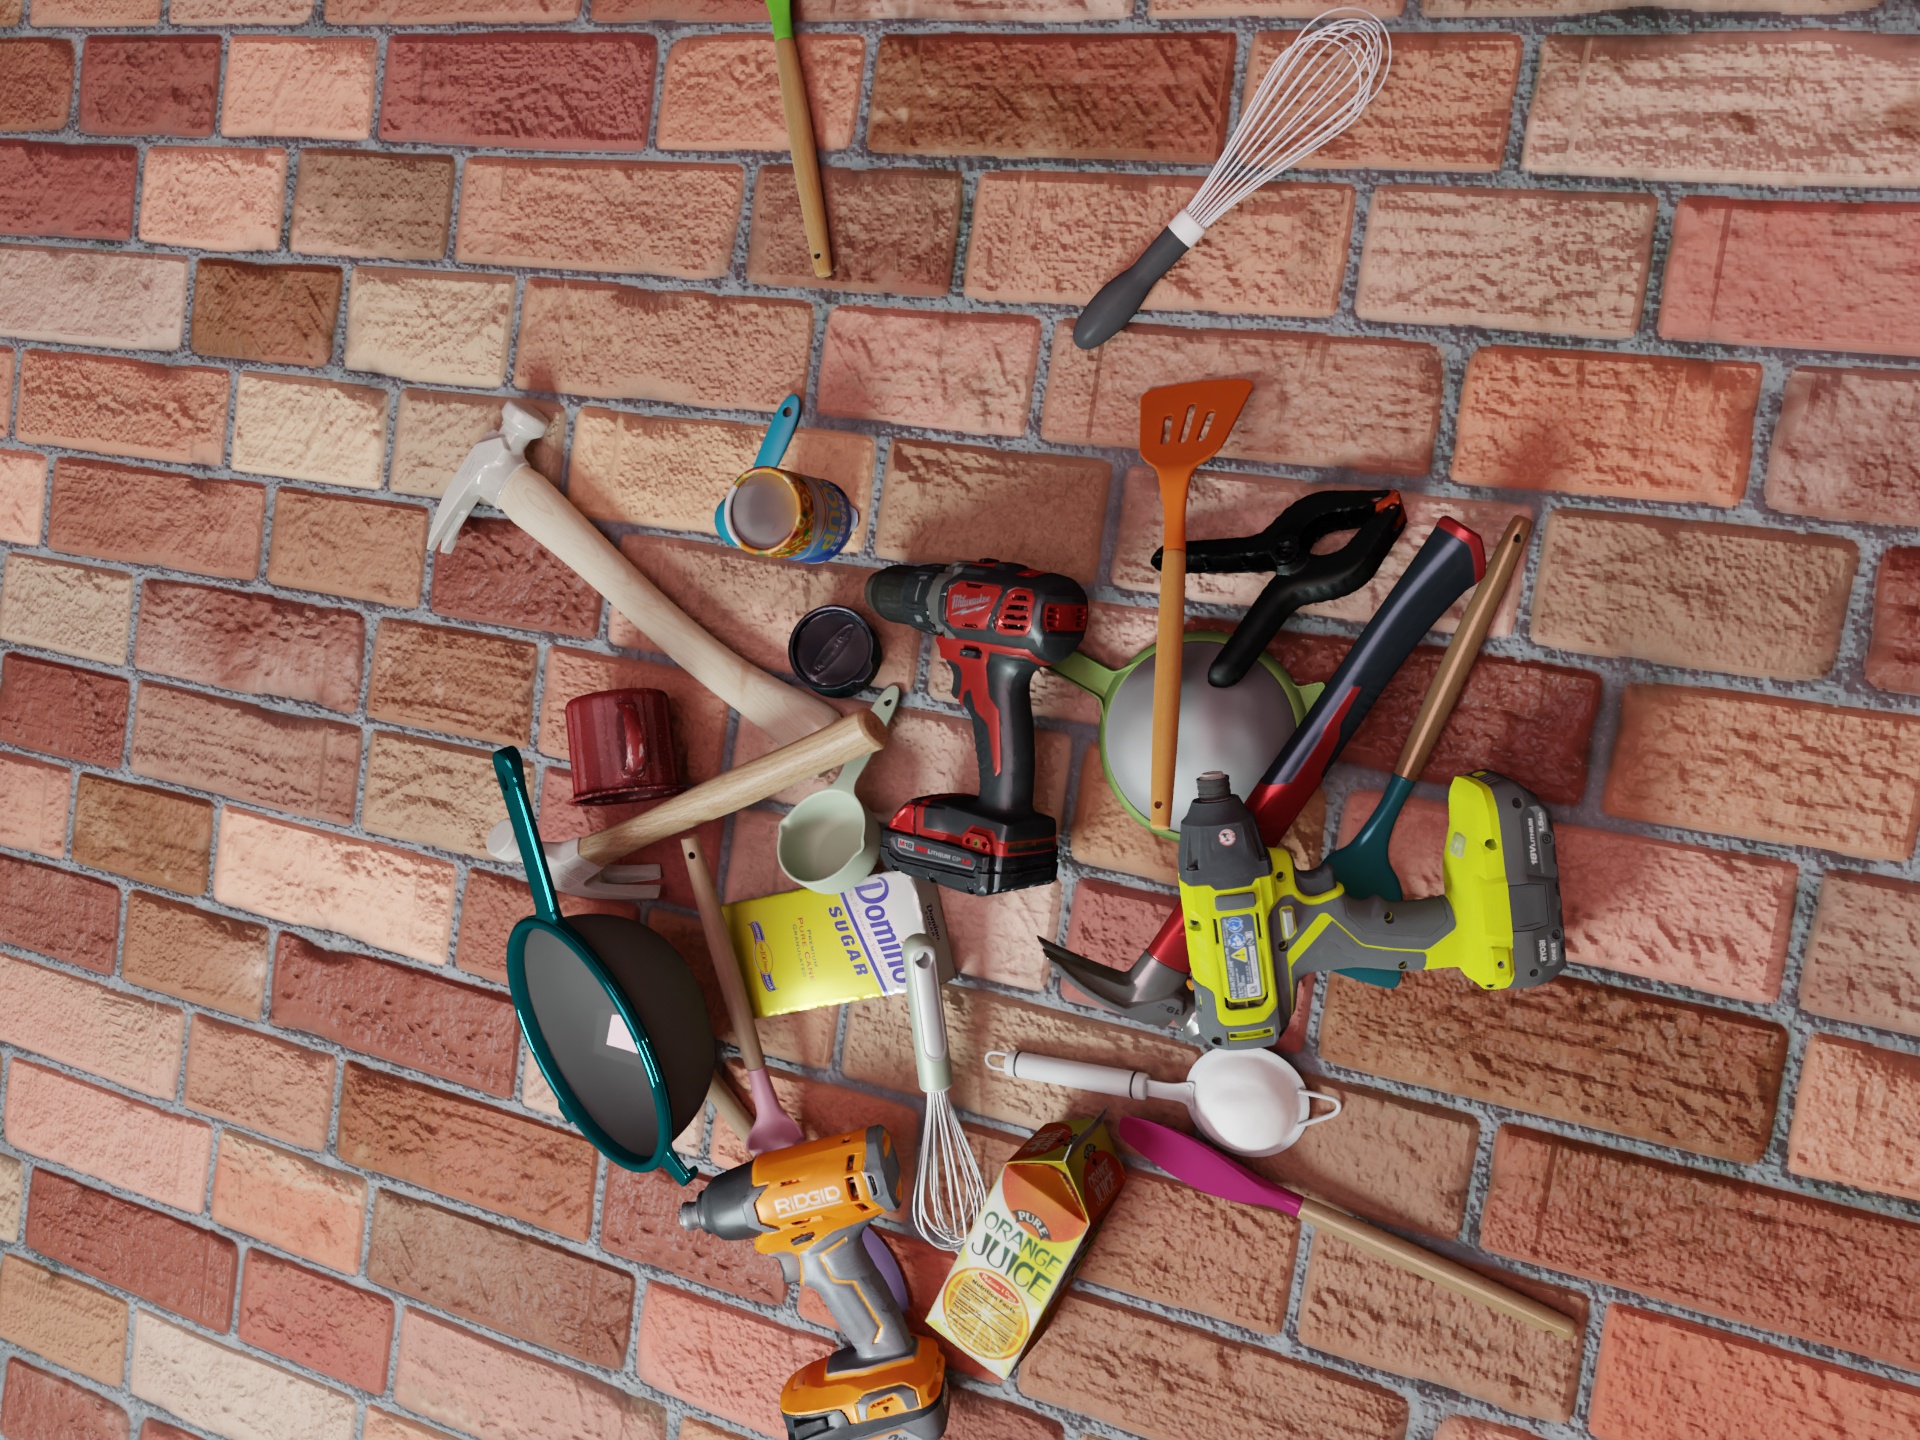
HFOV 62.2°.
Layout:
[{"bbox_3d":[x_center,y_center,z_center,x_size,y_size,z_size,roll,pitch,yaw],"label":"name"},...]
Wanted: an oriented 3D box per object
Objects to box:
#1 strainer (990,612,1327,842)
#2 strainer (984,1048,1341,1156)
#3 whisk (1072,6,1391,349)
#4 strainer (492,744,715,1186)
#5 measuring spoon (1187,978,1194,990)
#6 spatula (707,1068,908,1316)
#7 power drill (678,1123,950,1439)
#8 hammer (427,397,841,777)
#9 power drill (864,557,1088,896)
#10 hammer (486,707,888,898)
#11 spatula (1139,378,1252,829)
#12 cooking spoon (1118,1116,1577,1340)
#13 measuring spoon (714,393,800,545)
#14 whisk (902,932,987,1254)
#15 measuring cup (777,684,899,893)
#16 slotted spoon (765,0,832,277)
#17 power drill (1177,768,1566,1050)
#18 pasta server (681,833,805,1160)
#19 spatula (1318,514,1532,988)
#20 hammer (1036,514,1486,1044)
[{"bbox_3d":[0.115,-0.012,1.102,0.256,0.069,0.151,31,103,18],"label":"strainer"},{"bbox_3d":[0.134,0.261,1.120,0.258,0.050,0.087,4,107,26],"label":"strainer"},{"bbox_3d":[0.178,-0.358,1.079,0.284,0.070,0.070,-45,75,23],"label":"whisk"},{"bbox_3d":[-0.264,0.168,1.193,0.211,0.095,0.340,7,114,48],"label":"strainer"},{"bbox_3d":[0.170,0.195,1.116,0.117,0.011,0.021,11,95,22],"label":"measuring spoon"},{"bbox_3d":[-0.149,0.343,1.250,0.060,0.018,0.316,-43,76,7],"label":"spatula"},{"bbox_3d":[-0.105,0.421,1.166,0.164,0.084,0.226,-14,96,4],"label":"power drill"},{"bbox_3d":[-0.257,-0.085,1.271,0.411,0.038,0.146,39,101,16],"label":"hammer"},{"bbox_3d":[-0.002,-0.004,1.131,0.188,0.080,0.226,12,100,42],"label":"power drill"},{"bbox_3d":[-0.193,0.064,1.192,0.331,0.129,0.031,-23,51,27],"label":"hammer"},{"bbox_3d":[0.145,-0.085,1.057,0.081,0.041,0.323,-2,75,26],"label":"spatula"},{"bbox_3d":[0.254,0.339,1.073,0.319,0.068,0.017,21,55,18],"label":"cooking spoon"},{"bbox_3d":[-0.158,-0.196,1.237,0.042,0.021,0.128,31,104,19],"label":"measuring spoon"},{"bbox_3d":[-0.016,0.273,1.156,0.057,0.059,0.246,-10,101,-19],"label":"whisk"},{"bbox_3d":[-0.076,0.053,1.192,0.083,0.038,0.168,12,68,35],"label":"measuring cup"},{"bbox_3d":[-0.129,-0.495,1.217,0.070,0.031,0.314,-10,89,24],"label":"slotted spoon"},{"bbox_3d":[0.250,0.105,0.995,0.223,0.080,0.171,-8,97,0],"label":"power drill"},{"bbox_3d":[-0.162,0.238,1.197,0.060,0.040,0.316,-14,98,4],"label":"pasta server"},{"bbox_3d":[0.306,0.016,1.038,0.082,0.044,0.317,21,98,-4],"label":"spatula"},{"bbox_3d":[0.203,0.032,1.031,0.143,0.038,0.386,27,104,-19],"label":"hammer"}]
